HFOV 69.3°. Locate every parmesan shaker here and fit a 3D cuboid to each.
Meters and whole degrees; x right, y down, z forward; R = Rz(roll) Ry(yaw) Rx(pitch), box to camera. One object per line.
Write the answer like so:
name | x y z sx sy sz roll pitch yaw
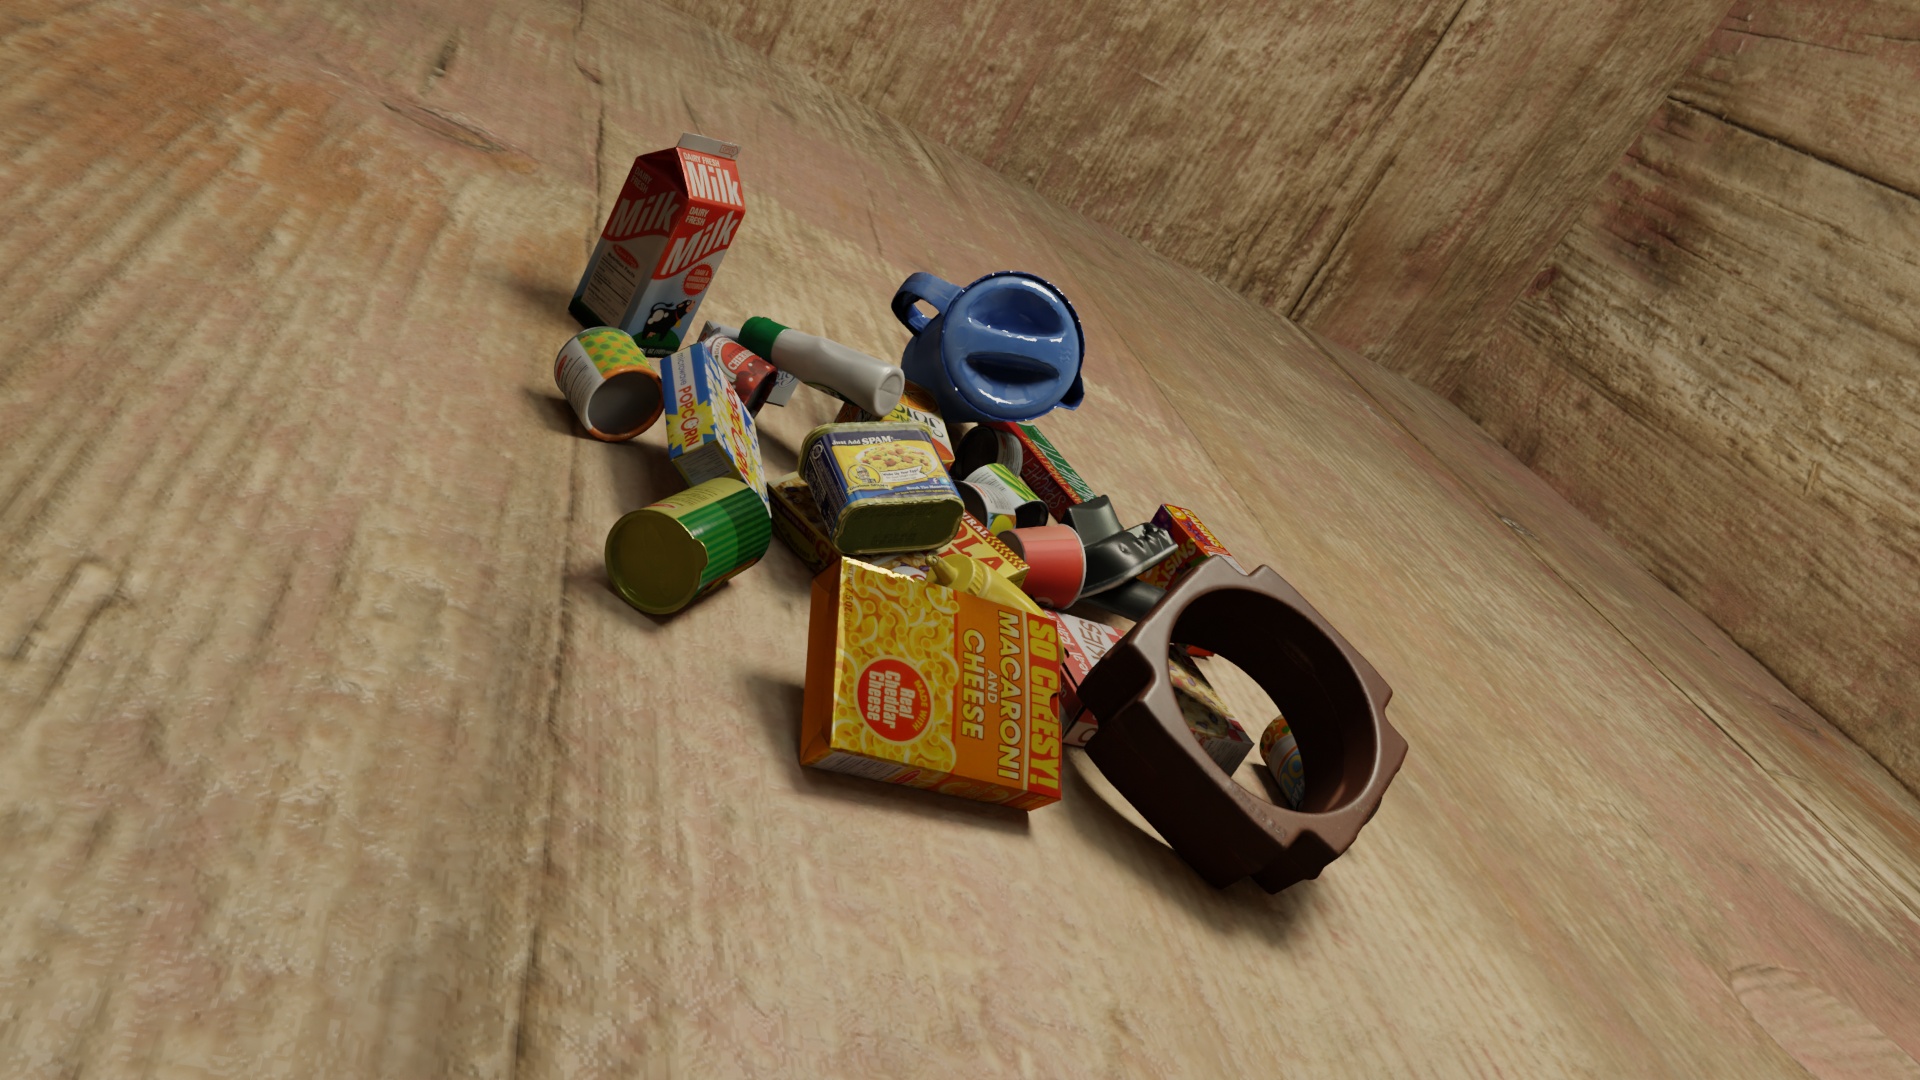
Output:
parmesan shaker | -0.169 0.001 0.889 0.071 0.071 0.103 34 21 8

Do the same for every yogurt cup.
yogurt cup | 0.057 0.020 1.078 0.054 0.072 0.072 3 33 -31

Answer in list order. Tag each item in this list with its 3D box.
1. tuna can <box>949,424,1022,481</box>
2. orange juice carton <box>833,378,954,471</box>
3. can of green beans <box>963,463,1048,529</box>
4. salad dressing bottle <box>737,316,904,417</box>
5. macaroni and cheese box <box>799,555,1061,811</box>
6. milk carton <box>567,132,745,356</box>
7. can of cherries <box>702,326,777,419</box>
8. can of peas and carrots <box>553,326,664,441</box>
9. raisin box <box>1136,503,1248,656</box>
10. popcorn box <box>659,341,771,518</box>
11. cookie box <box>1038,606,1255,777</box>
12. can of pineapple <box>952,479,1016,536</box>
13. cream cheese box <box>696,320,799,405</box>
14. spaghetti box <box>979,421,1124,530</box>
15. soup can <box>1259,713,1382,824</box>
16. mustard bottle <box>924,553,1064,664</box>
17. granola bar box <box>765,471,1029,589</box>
tuna can | 0.024 -0.072 1.304 0.033 0.070 0.071 15 26 -36
orange juice carton | -0.058 -0.077 1.195 0.073 0.071 0.193 22 23 -19
can of green beans | 0.034 -0.025 1.208 0.071 0.071 0.058 3 34 -50
salad dressing bottle | -0.118 -0.147 1.154 0.148 0.044 0.064 25 7 25
macaroni and cheese box | -0.013 0.091 0.858 0.166 0.040 0.124 18 58 -29
milk carton | -0.249 -0.254 1.173 0.073 0.189 0.072 41 24 23
can of cherries | -0.191 -0.131 1.142 0.058 0.071 0.072 32 22 3
can of peas and carrots | -0.257 -0.116 1.030 0.071 0.070 0.059 8 32 -45
raisin box | 0.206 0.035 1.273 0.040 0.085 0.124 10 29 -32
popcorn box | -0.178 -0.074 1.005 0.127 0.038 0.085 -108 173 -47
cookie box | 0.128 0.115 1.063 0.167 0.040 0.123 17 26 -31
can of pineapple | 0.004 -0.014 1.145 0.071 0.071 0.058 40 16 22
cream cheese box | -0.188 -0.155 1.221 0.104 0.053 0.024 10 30 -42
spaghetti box | 0.086 -0.074 1.431 0.050 0.028 0.251 13 28 -36
soup can | 0.277 0.179 1.083 0.071 0.071 0.084 20 23 -25
mustard bottle | 0.016 0.050 0.955 0.049 0.065 0.159 47 -3 45
granola bar box | -0.050 0.002 1.034 0.125 0.038 0.166 -23 54 -40
